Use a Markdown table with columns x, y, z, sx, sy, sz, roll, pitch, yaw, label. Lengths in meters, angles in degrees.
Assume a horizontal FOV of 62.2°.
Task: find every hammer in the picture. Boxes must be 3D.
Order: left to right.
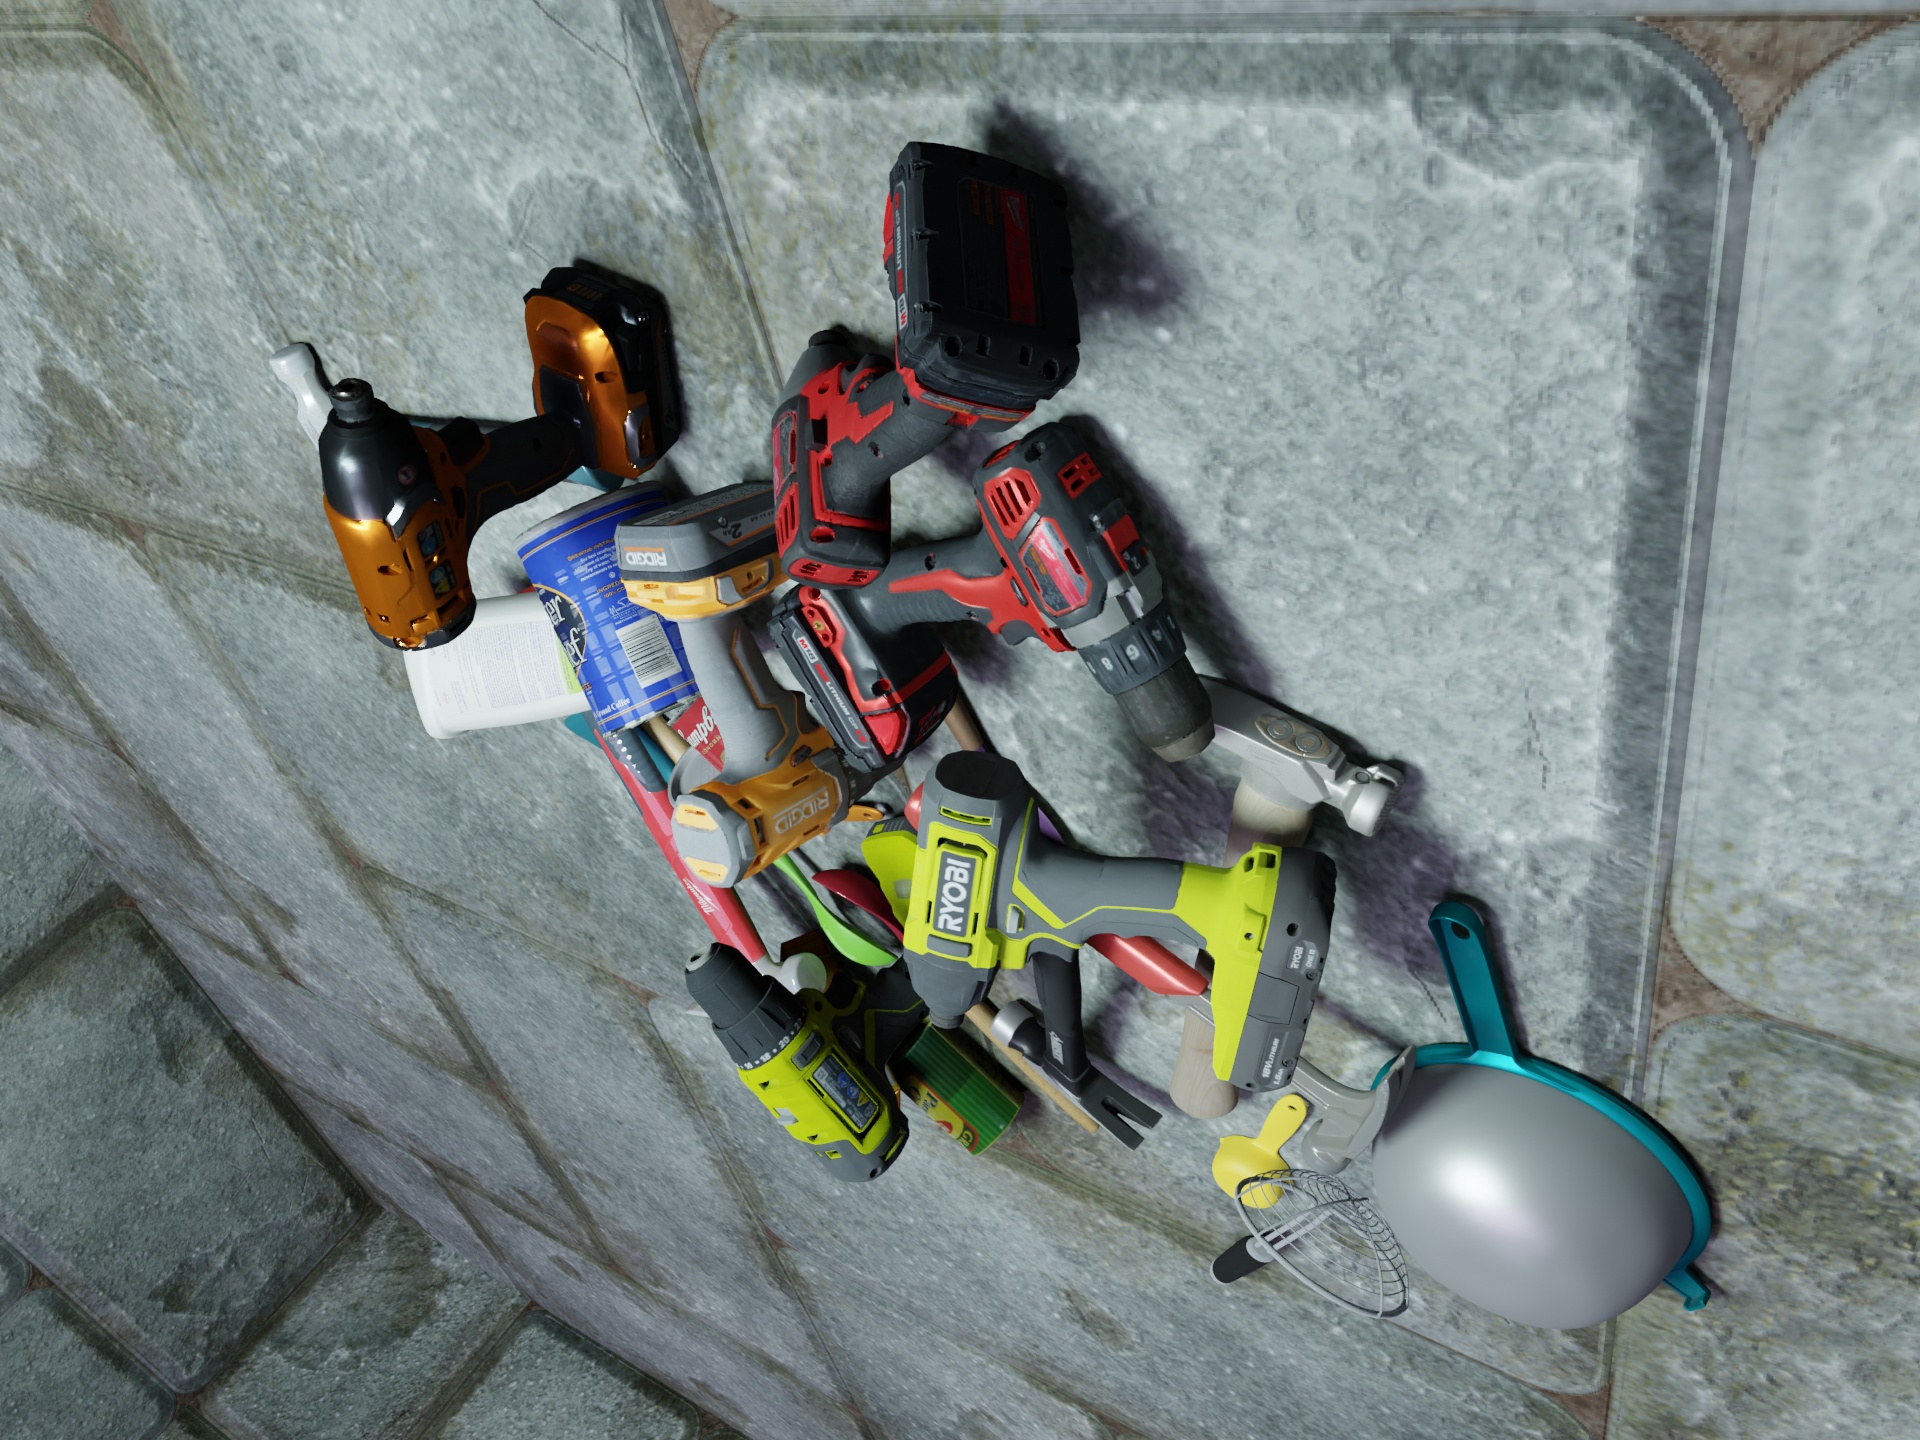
| x | y | z | sx | sy | sz | roll | pitch | yaw | label |
| --- | --- | --- | --- | --- | --- | --- | --- | --- | --- |
| -0.364 | -0.198 | 1.133 | 0.331 | 0.033 | 0.128 | 13 | 136 | 35 | hammer |
| -0.251 | 0.069 | 1.259 | 0.143 | 0.038 | 0.386 | -17 | 107 | 37 | hammer |
| 0.073 | 0.201 | 1.076 | 0.146 | 0.035 | 0.334 | 37 | 162 | 22 | hammer |
| 0.111 | 0.142 | 0.998 | 0.359 | 0.037 | 0.149 | 36 | 149 | 20 | hammer |
| 0.162 | 0.135 | 1.000 | 0.146 | 0.038 | 0.410 | 28 | 144 | 21 | hammer |

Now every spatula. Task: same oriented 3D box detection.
| x | y | z | sx | sy | sz | roll | pitch | yaw | label |
| --- | --- | --- | --- | --- | --- | --- | --- | --- | --- |
| -0.218 | 0.120 | 1.310 | 0.082 | 0.044 | 0.317 | -20 | 100 | 46 | spatula |
| -0.002 | -0.003 | 1.017 | 0.060 | 0.018 | 0.315 | 2 | 131 | 47 | spatula |

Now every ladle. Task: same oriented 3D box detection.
| x | y | z | sx | sy | sz | roll | pitch | yaw | label |
| --- | --- | --- | --- | --- | --- | --- | --- | --- | --- |
| 0.003 | 0.221 | 1.257 | 0.315 | 0.031 | 0.069 | 46 | 171 | -12 | ladle |

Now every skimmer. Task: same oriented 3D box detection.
| x | y | z | sx | sy | sz | roll | pitch | yaw | label |
| --- | --- | --- | --- | --- | --- | --- | --- | --- | --- |
| 0.222 | 0.398 | 1.151 | 0.127 | 0.090 | 0.363 | 31 | 153 | 9 | skimmer |

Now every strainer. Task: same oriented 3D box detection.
| x | y | z | sx | sy | sz | roll | pitch | yaw | label |
| --- | --- | --- | --- | --- | --- | --- | --- | --- | --- |
| 0.311 | 0.254 | 0.937 | 0.211 | 0.095 | 0.340 | 6 | 135 | 40 | strainer |

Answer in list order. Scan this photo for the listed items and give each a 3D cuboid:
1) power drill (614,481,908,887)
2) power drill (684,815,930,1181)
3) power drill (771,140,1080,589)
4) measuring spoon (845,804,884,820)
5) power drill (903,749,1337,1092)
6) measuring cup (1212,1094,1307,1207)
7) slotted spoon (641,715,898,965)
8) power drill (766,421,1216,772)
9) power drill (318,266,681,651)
| x | y | z | sx | sy | sz | roll | pitch | yaw | label |
| --- | --- | --- | --- | --- | --- | --- | --- | --- | --- |
| -0.112 | -0.032 | 0.991 | 0.084 | 0.185 | 0.226 | 6 | 114 | 40 | power drill |
| -0.068 | 0.170 | 1.088 | 0.080 | 0.228 | 0.190 | -15 | 118 | 51 | power drill |
| -0.032 | -0.168 | 0.769 | 0.078 | 0.143 | 0.219 | 8 | 156 | -26 | power drill |
| -0.094 | 0.074 | 1.190 | 0.021 | 0.011 | 0.117 | 36 | 155 | -30 | measuring spoon |
| 0.081 | 0.119 | 0.872 | 0.223 | 0.080 | 0.171 | 13 | 121 | 9 | power drill |
| 0.219 | 0.310 | 1.146 | 0.062 | 0.029 | 0.156 | 30 | 147 | 15 | measuring cup |
| -0.166 | 0.086 | 1.265 | 0.313 | 0.031 | 0.070 | 48 | 173 | -5 | slotted spoon |
| 0.020 | -0.041 | 0.873 | 0.227 | 0.080 | 0.188 | -22 | 104 | 42 | power drill |
| -0.262 | -0.164 | 0.900 | 0.084 | 0.226 | 0.164 | 25 | 143 | 21 | power drill |
